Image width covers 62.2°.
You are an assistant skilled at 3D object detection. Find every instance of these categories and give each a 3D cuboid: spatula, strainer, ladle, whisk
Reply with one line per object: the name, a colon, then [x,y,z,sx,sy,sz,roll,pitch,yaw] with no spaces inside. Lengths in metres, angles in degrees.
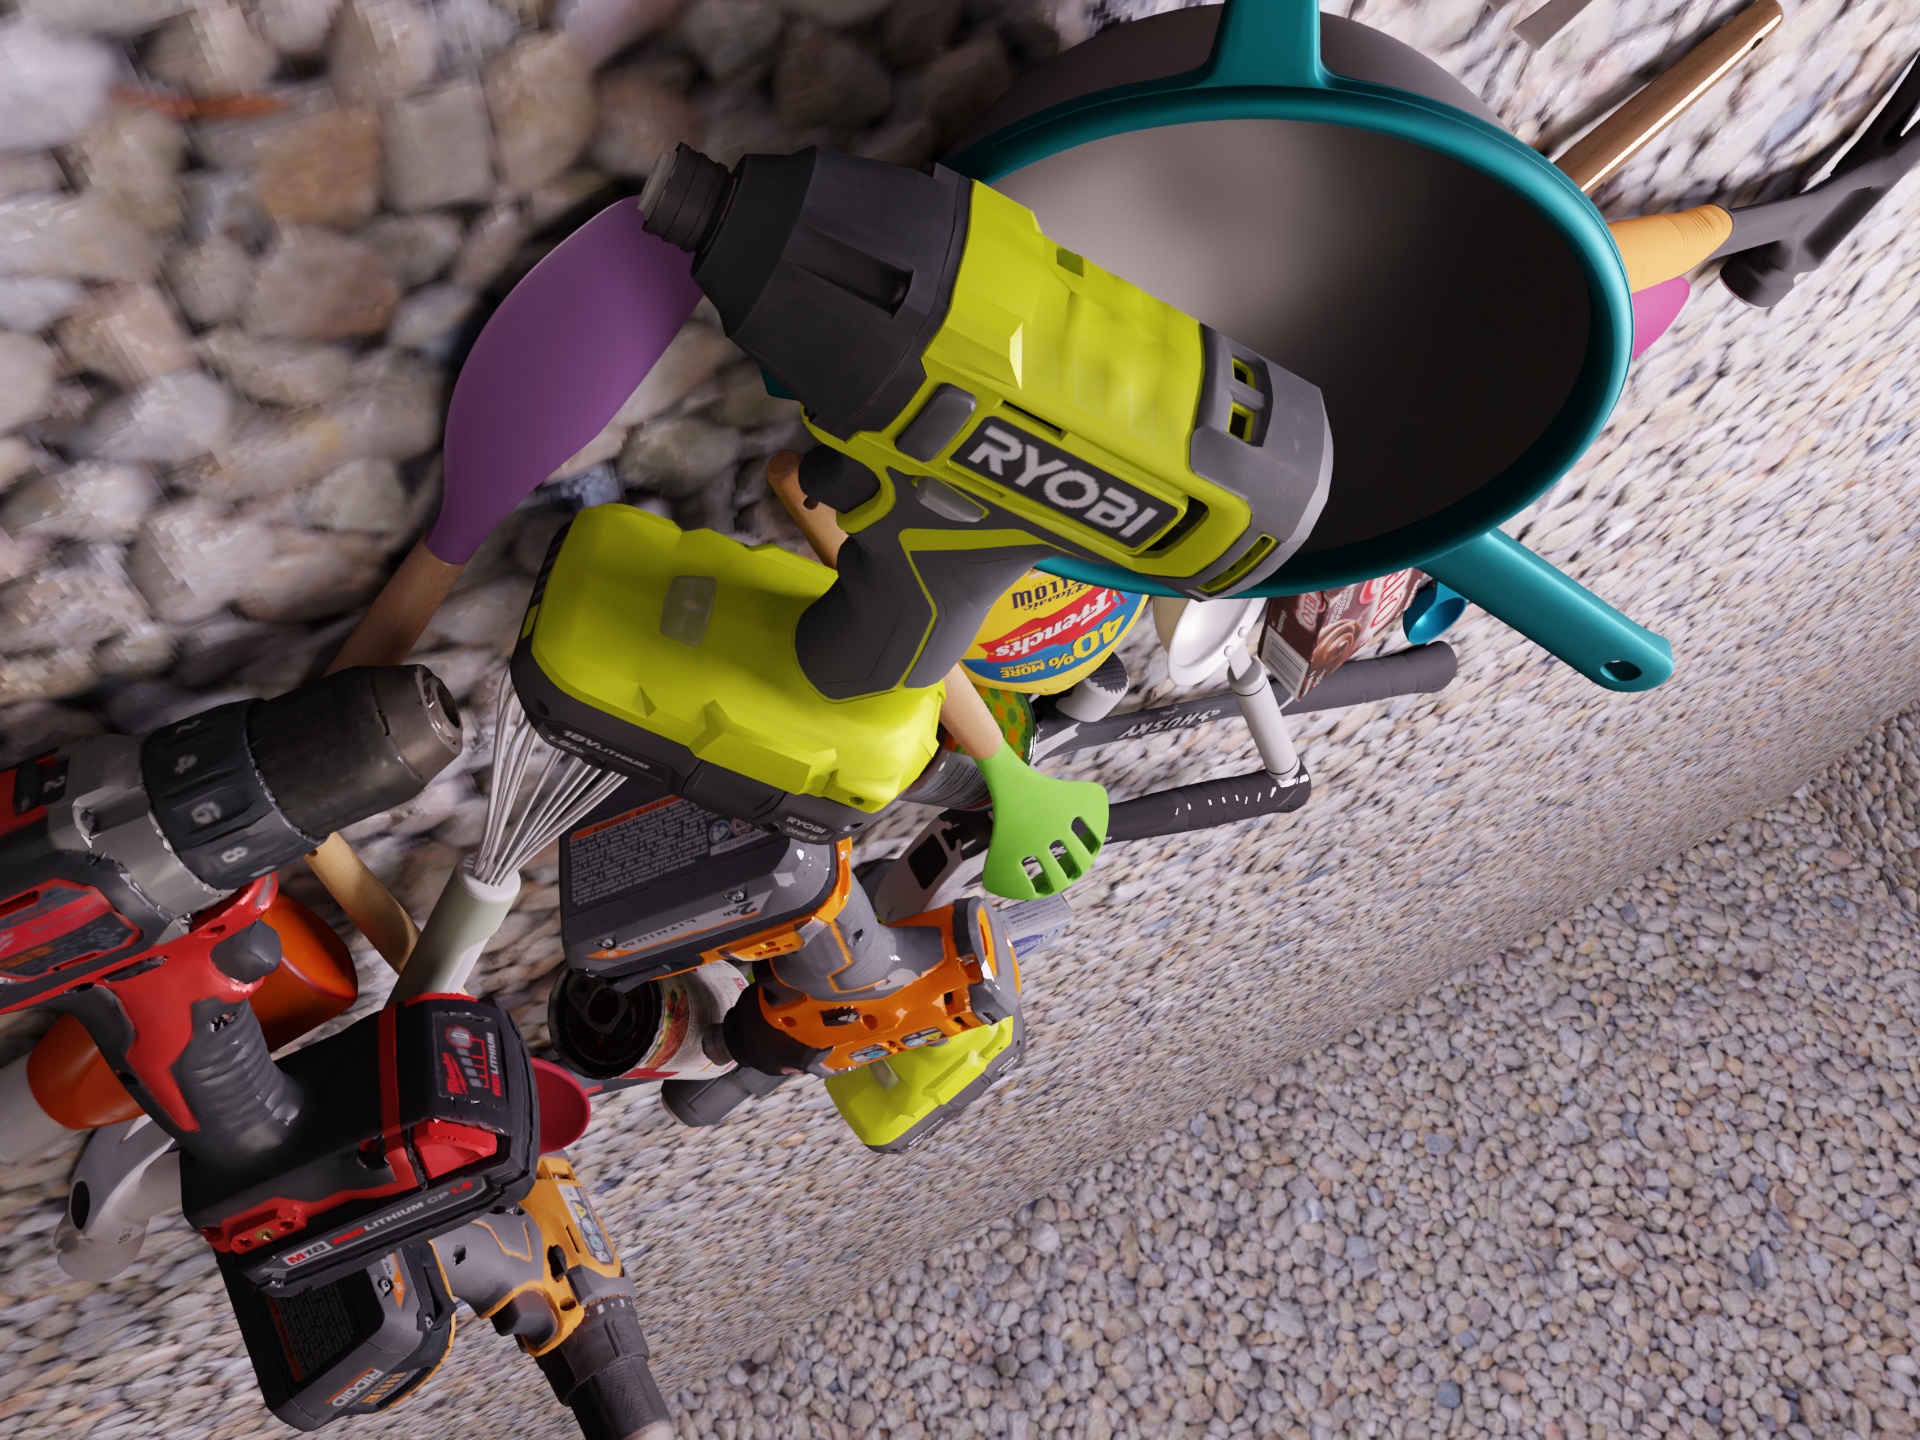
spatula: [-0.170,-0.036,0.485,0.316,0.018,0.059,-45,157,30]
strainer: [0.139,-0.026,0.799,0.087,0.050,0.258,-51,145,-10]
ladle: [-0.225,0.121,0.690,0.069,0.031,0.315,-5,146,0]
spatula: [0.175,-0.173,0.618,0.317,0.044,0.082,-39,156,9]
strainer: [0.123,-0.105,0.492,0.340,0.095,0.211,24,148,-34]
whisk: [-0.171,0.053,0.590,0.246,0.059,0.058,-55,177,31]

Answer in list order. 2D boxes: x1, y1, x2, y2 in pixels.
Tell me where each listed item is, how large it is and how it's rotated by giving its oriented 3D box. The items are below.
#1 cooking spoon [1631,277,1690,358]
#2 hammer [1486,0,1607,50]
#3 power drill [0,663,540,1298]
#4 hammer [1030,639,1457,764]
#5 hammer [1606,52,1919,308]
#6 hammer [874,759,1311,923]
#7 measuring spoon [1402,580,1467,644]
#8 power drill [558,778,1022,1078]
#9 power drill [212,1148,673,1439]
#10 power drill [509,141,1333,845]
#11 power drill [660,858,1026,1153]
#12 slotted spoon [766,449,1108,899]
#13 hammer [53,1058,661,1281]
cooking spoon: [0.246,-0.155,0.698,0.319,0.017,0.068,-21,157,-41]
hammer: [0.097,-0.224,0.400,0.331,0.031,0.130,-18,154,-26]
power drill: [-0.218,0.085,0.524,0.188,0.080,0.226,-23,135,-2]
hammer: [0.170,-0.007,0.940,0.408,0.036,0.149,-9,151,-42]
hammer: [0.289,-0.196,0.642,0.337,0.034,0.127,-23,158,-35]
hammer: [0.094,0.059,0.901,0.334,0.035,0.146,-7,149,-46]
measuring spoon: [0.281,-0.091,0.932,0.042,0.021,0.128,-25,148,-10]
power drill: [-0.085,0.101,0.720,0.164,0.084,0.226,-21,145,15]
power drill: [-0.235,0.287,0.772,0.084,0.185,0.226,-39,152,6]
power drill: [-0.035,-0.053,0.439,0.171,0.080,0.223,23,146,-21]
power drill: [-0.063,0.191,0.966,0.190,0.080,0.228,-40,149,-1]
slotted spoon: [-0.001,-0.002,0.618,0.070,0.031,0.313,-39,143,-3]
hammer: [-0.255,0.197,0.845,0.386,0.038,0.143,-5,145,-46]
